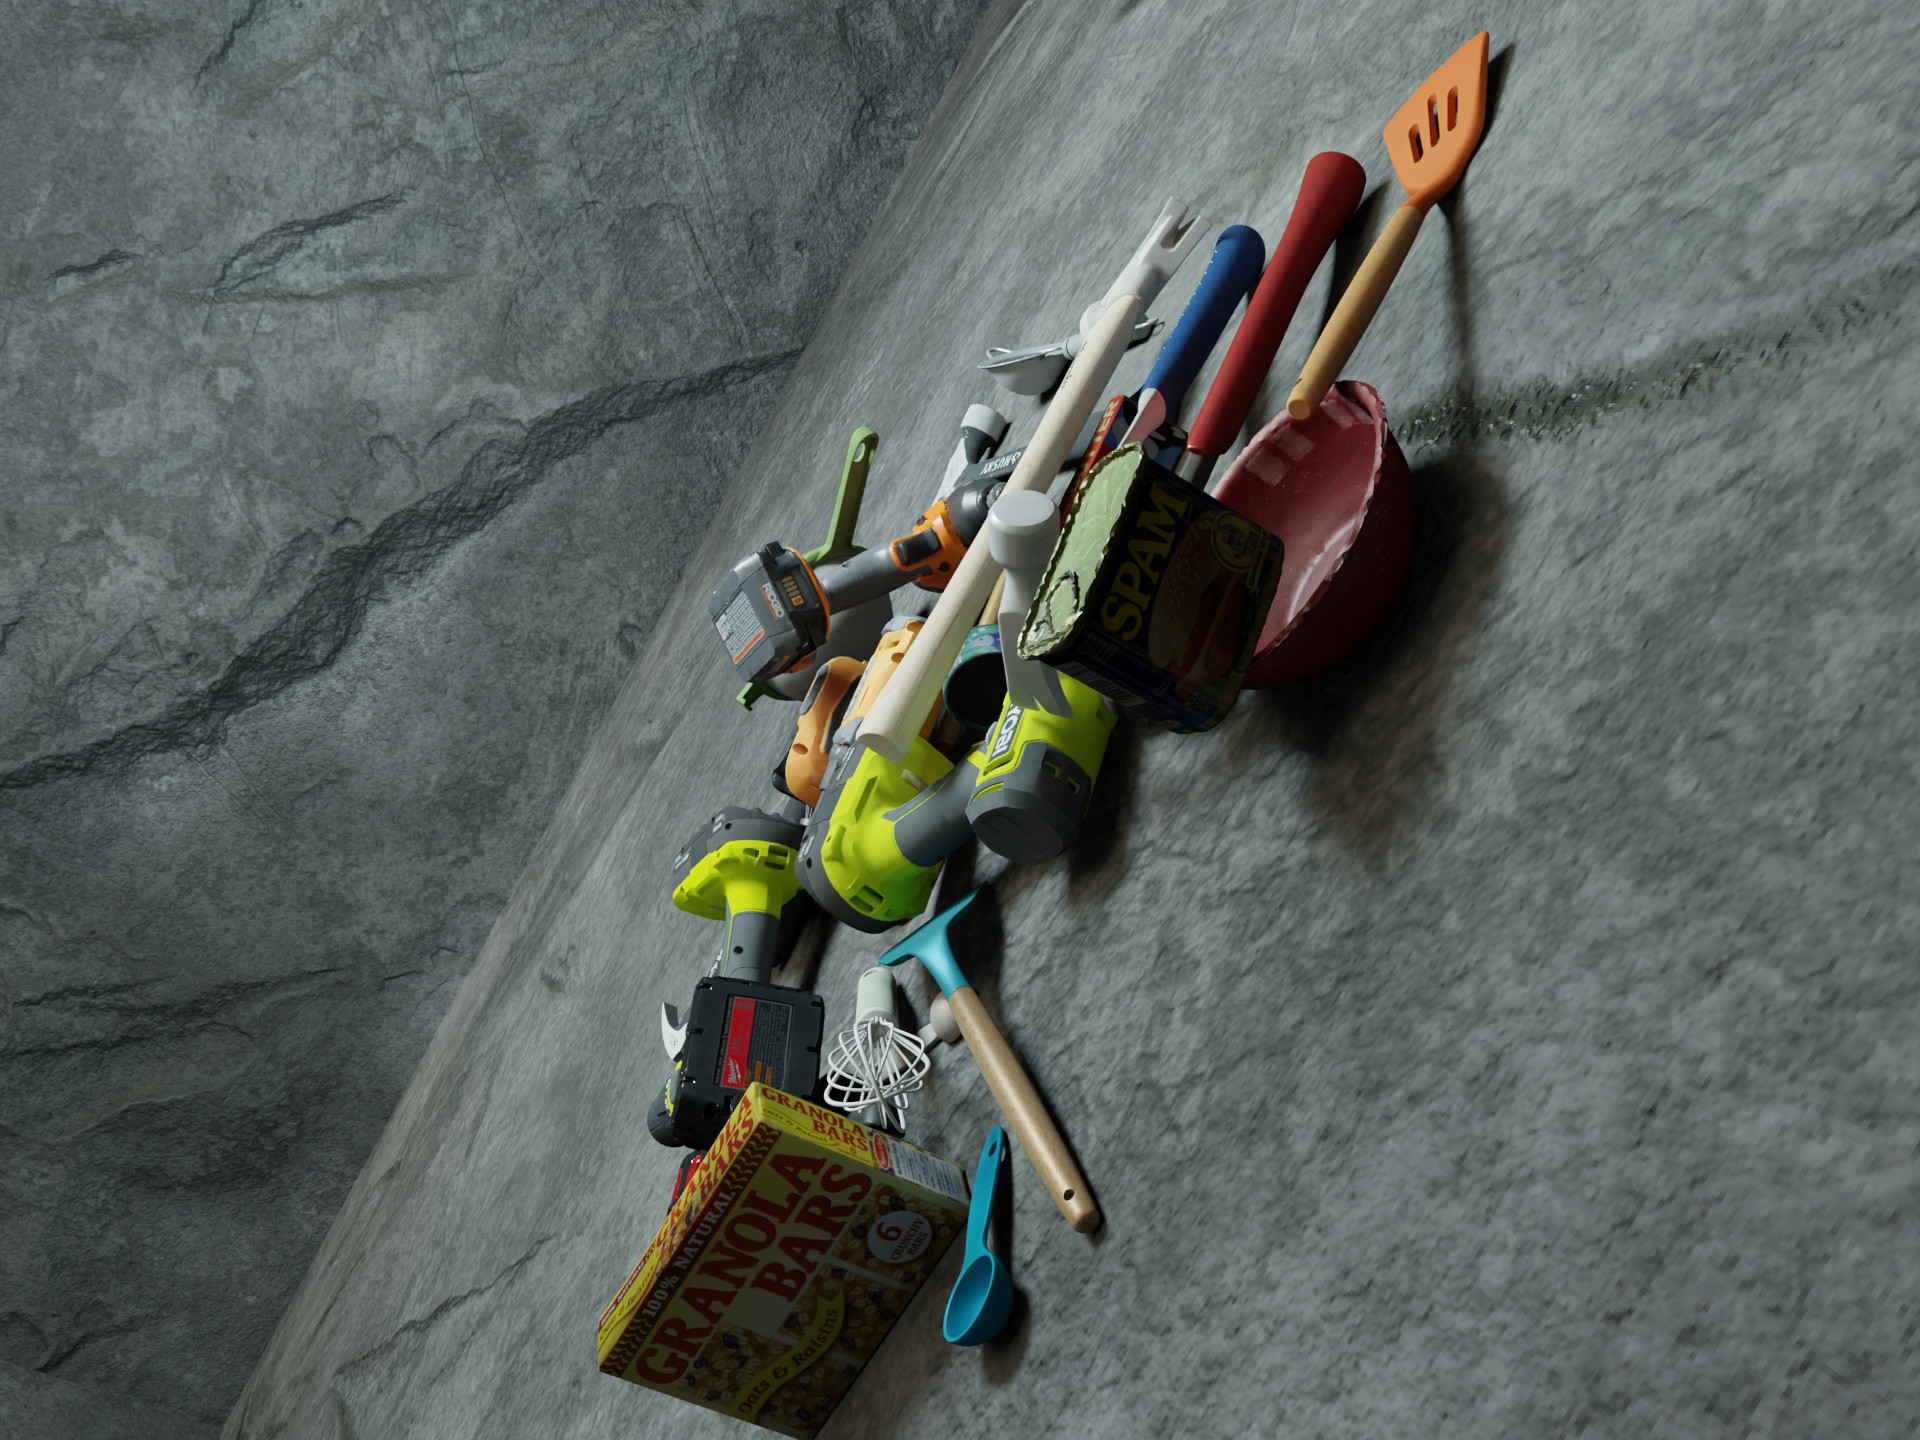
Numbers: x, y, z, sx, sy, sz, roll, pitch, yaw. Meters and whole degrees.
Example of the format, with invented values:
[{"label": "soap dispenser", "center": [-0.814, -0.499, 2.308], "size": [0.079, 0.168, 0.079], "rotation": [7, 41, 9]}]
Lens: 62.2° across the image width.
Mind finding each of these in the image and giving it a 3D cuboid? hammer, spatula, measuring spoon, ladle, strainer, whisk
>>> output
[{"label": "hammer", "center": [0.045, -0.151, 0.992], "size": [0.411, 0.038, 0.146], "rotation": [-62, 7, -25]}, {"label": "spatula", "center": [0.213, -0.248, 0.803], "size": [0.081, 0.041, 0.323], "rotation": [-39, 14, 50]}, {"label": "measuring spoon", "center": [0.017, 0.241, 0.750], "size": [0.042, 0.021, 0.129], "rotation": [-53, 11, 28]}, {"label": "ladle", "center": [-0.002, -0.004, 1.127], "size": [0.069, 0.031, 0.316], "rotation": [-29, 36, 58]}, {"label": "hammer", "center": [0.059, -0.204, 1.232], "size": [0.149, 0.036, 0.409], "rotation": [-66, 19, -7]}, {"label": "spatula", "center": [0.016, 0.164, 0.824], "size": [0.082, 0.044, 0.318], "rotation": [-35, 27, -1]}, {"label": "hammer", "center": [0.147, -0.181, 0.867], "size": [0.359, 0.037, 0.149], "rotation": [-63, -23, -22]}, {"label": "hammer", "center": [-0.164, 0.134, 1.353], "size": [0.335, 0.035, 0.146], "rotation": [-65, 19, -10]}, {"label": "strainer", "center": [0.087, -0.296, 1.280], "size": [0.087, 0.050, 0.258], "rotation": [-22, 11, -22]}, {"label": "whisk", "center": [-0.118, 0.086, 1.287], "size": [0.055, 0.055, 0.239], "rotation": [-19, 50, 64]}, {"label": "hammer", "center": [0.105, -0.168, 0.909], "size": [0.144, 0.035, 0.406], "rotation": [85, -154, -43]}, {"label": "measuring spoon", "center": [-0.030, 0.188, 0.938], "size": [0.124, 0.018, 0.034], "rotation": [-45, 25, 43]}, {"label": "strainer", "center": [-0.088, -0.111, 1.299], "size": [0.069, 0.151, 0.256], "rotation": [39, 128, 32]}, {"label": "whisk", "center": [-0.047, 0.177, 0.903], "size": [0.058, 0.059, 0.246], "rotation": [-26, 5, -1]}]

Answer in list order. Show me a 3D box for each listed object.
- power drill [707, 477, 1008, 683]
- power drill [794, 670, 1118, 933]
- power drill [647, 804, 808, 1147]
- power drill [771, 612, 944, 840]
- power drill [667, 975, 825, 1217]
[{"label": "power drill", "center": [-0.062, -0.114, 1.183], "size": [0.226, 0.084, 0.164], "rotation": [-25, -2, -24]}, {"label": "power drill", "center": [0.006, 0.030, 0.947], "size": [0.223, 0.080, 0.171], "rotation": [-32, 28, 45]}, {"label": "power drill", "center": [-0.175, 0.198, 1.184], "size": [0.190, 0.080, 0.229], "rotation": [-40, 41, 47]}, {"label": "power drill", "center": [-0.078, 0.026, 1.163], "size": [0.185, 0.084, 0.226], "rotation": [-66, 12, -12]}, {"label": "power drill", "center": [-0.141, 0.273, 0.954], "size": [0.143, 0.078, 0.219], "rotation": [-90, 13, -56]}]
